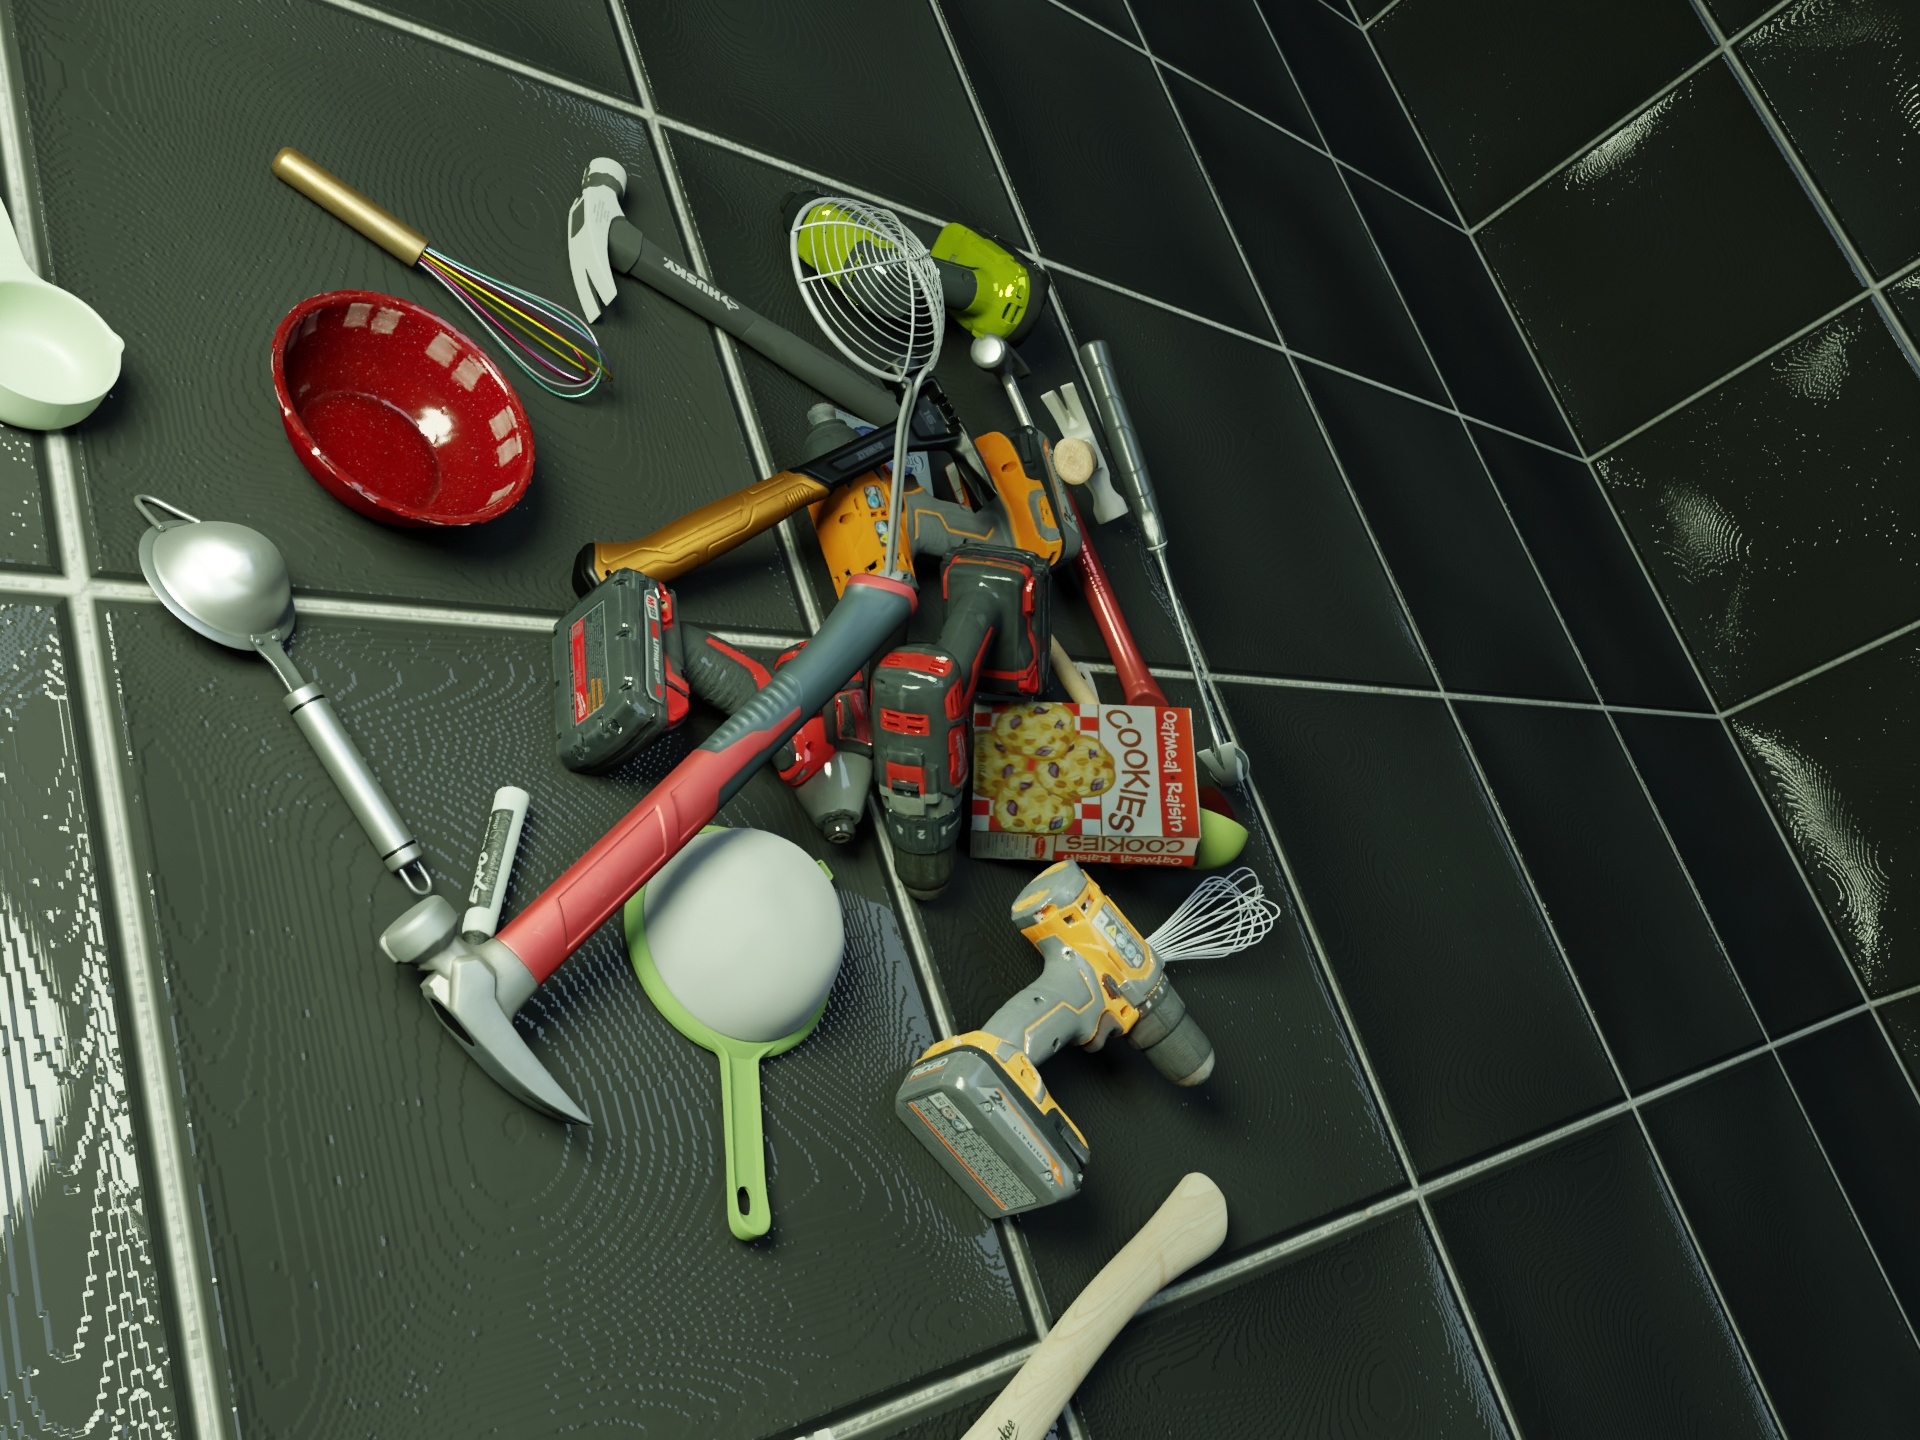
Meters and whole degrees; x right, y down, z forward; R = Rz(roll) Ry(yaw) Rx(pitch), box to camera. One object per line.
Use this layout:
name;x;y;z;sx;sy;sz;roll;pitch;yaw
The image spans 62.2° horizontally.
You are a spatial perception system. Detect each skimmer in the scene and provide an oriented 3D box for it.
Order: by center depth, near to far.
skimmer;-0.068;-0.161;1.078;0.090;0.363;0.127;20;31;25

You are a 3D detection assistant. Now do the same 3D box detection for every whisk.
whisk;-0.337;-0.293;1.050;0.244;0.051;0.047;33;22;-22
whisk;0.158;0.174;1.236;0.284;0.070;0.070;-15;75;-47

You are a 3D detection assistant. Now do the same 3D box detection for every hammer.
hammer;-0.137;0.048;0.908;0.143;0.038;0.386;54;53;-15
hammer;0.060;0.387;0.983;0.146;0.038;0.410;58;36;4
hammer;-0.119;-0.149;1.103;0.337;0.034;0.127;-32;91;-36
hammer;-0.158;-0.301;1.254;0.334;0.035;0.146;27;45;-33
hammer;0.101;-0.223;1.338;0.331;0.031;0.130;-56;122;-78
hammer;0.175;-0.138;1.394;0.149;0.036;0.409;6;67;-77
hammer;0.100;-0.170;1.420;0.359;0.036;0.149;67;12;6

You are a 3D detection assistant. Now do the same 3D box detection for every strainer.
strainer;-0.346;-0.019;0.833;0.258;0.050;0.087;59;22;-2
strainer;-0.115;0.165;0.925;0.151;0.069;0.257;21;48;-38

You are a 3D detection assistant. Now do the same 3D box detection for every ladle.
ladle;0.120;-0.011;1.287;0.320;0.062;0.078;57;-1;22

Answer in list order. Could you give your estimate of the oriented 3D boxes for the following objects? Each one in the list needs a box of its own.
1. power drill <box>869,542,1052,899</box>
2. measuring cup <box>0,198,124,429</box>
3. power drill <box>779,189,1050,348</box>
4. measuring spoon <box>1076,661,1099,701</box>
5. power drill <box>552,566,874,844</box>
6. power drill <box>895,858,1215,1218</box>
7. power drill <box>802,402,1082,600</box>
power drill;-0.002;-0.004;1.115;0.227;0.080;0.187;-61;155;-52
measuring cup;-0.496;-0.223;0.820;0.083;0.038;0.168;-14;72;-51
power drill;-0.043;-0.404;1.401;0.223;0.080;0.171;-1;38;-46
measuring spoon;0.108;0.000;1.345;0.034;0.018;0.124;26;40;-34
power drill;-0.145;-0.003;1.016;0.219;0.078;0.143;19;51;-43
power drill;0.076;0.226;1.063;0.185;0.084;0.226;50;44;-9
power drill;-0.022;-0.174;1.245;0.226;0.084;0.164;-13;82;-41
